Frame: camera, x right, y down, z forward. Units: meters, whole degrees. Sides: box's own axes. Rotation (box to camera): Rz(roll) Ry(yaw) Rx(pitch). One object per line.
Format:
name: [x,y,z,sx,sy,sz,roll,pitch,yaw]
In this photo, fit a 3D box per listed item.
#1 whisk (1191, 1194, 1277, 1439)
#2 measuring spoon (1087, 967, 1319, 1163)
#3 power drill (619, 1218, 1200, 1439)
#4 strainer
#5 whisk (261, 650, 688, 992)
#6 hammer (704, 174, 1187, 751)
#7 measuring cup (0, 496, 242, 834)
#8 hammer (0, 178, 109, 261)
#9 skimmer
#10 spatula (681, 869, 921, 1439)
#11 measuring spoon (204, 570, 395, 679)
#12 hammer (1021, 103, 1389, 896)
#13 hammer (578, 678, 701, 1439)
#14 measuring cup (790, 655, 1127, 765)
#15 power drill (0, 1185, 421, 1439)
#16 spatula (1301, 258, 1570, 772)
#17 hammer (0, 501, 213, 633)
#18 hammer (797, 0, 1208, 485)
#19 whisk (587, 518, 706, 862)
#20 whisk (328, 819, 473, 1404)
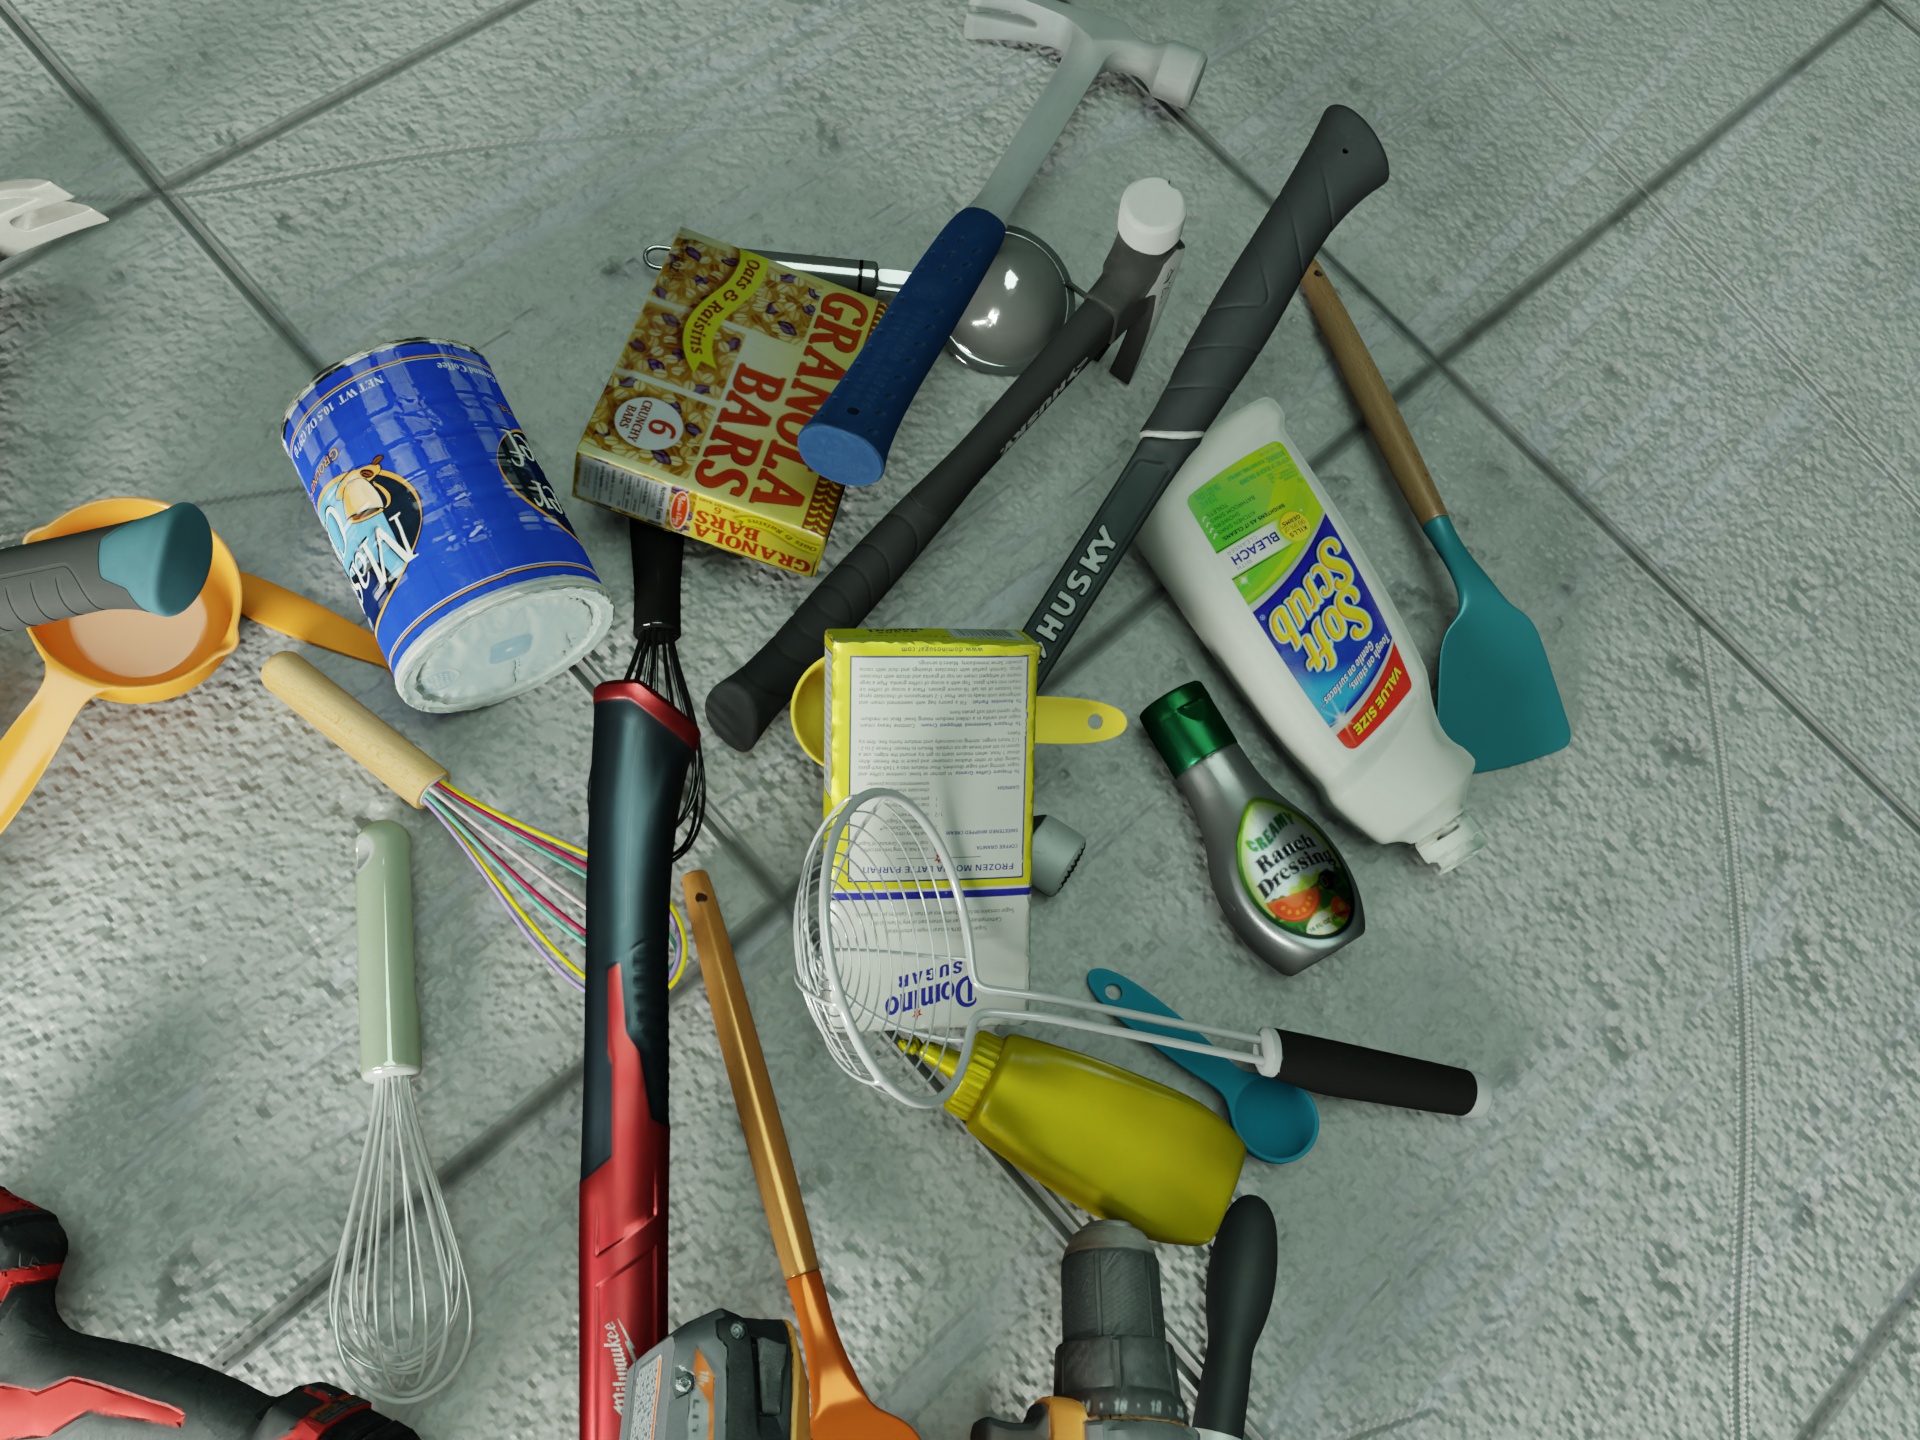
whisk: [0.098,0.338,0.658,0.070,0.070,0.285,17,62,-3]
measuring spoon: [0.110,0.162,0.750,0.129,0.021,0.042,37,60,15]
power drill: [-0.009,0.274,0.599,0.226,0.084,0.186,14,54,-19]
strainer: [-0.042,-0.239,0.864,0.258,0.050,0.087,4,83,-5]
whisk: [-0.220,0.042,0.720,0.245,0.047,0.051,36,33,10]
hammer: [-0.006,-0.116,0.792,0.035,0.146,0.335,39,79,9]
measuring cup: [-0.387,-0.015,0.701,0.095,0.052,0.174,30,69,-17]
hammer: [-0.451,-0.043,0.688,0.146,0.038,0.411,-11,72,21]
skimmer: [0.095,0.122,0.678,0.363,0.090,0.127,15,55,-19]
spatula: [-0.076,0.217,0.689,0.081,0.041,0.323,-13,68,-14]
measuring spoon: [-0.307,-0.047,0.755,0.117,0.011,0.021,24,67,0]
hammer: [0.088,-0.125,0.779,0.149,0.036,0.409,31,86,7]
hammer: [-0.151,0.175,0.641,0.143,0.038,0.386,1,80,-13]
measuring cup: [-0.001,-0.002,0.744,0.156,0.029,0.062,3,92,-7]
power drill: [-0.328,0.280,0.588,0.219,0.078,0.143,26,76,5]
spatula: [0.246,-0.124,0.880,0.082,0.044,0.318,-12,67,-14]
hammer: [-0.459,-0.036,0.647,0.331,0.033,0.128,-10,76,9]
hammer: [0.010,-0.269,0.837,0.144,0.035,0.406,22,54,5]
whisk: [-0.149,-0.043,0.766,0.055,0.055,0.239,1,65,-10]
whisk: [-0.240,0.158,0.674,0.059,0.058,0.247,12,59,-43]
